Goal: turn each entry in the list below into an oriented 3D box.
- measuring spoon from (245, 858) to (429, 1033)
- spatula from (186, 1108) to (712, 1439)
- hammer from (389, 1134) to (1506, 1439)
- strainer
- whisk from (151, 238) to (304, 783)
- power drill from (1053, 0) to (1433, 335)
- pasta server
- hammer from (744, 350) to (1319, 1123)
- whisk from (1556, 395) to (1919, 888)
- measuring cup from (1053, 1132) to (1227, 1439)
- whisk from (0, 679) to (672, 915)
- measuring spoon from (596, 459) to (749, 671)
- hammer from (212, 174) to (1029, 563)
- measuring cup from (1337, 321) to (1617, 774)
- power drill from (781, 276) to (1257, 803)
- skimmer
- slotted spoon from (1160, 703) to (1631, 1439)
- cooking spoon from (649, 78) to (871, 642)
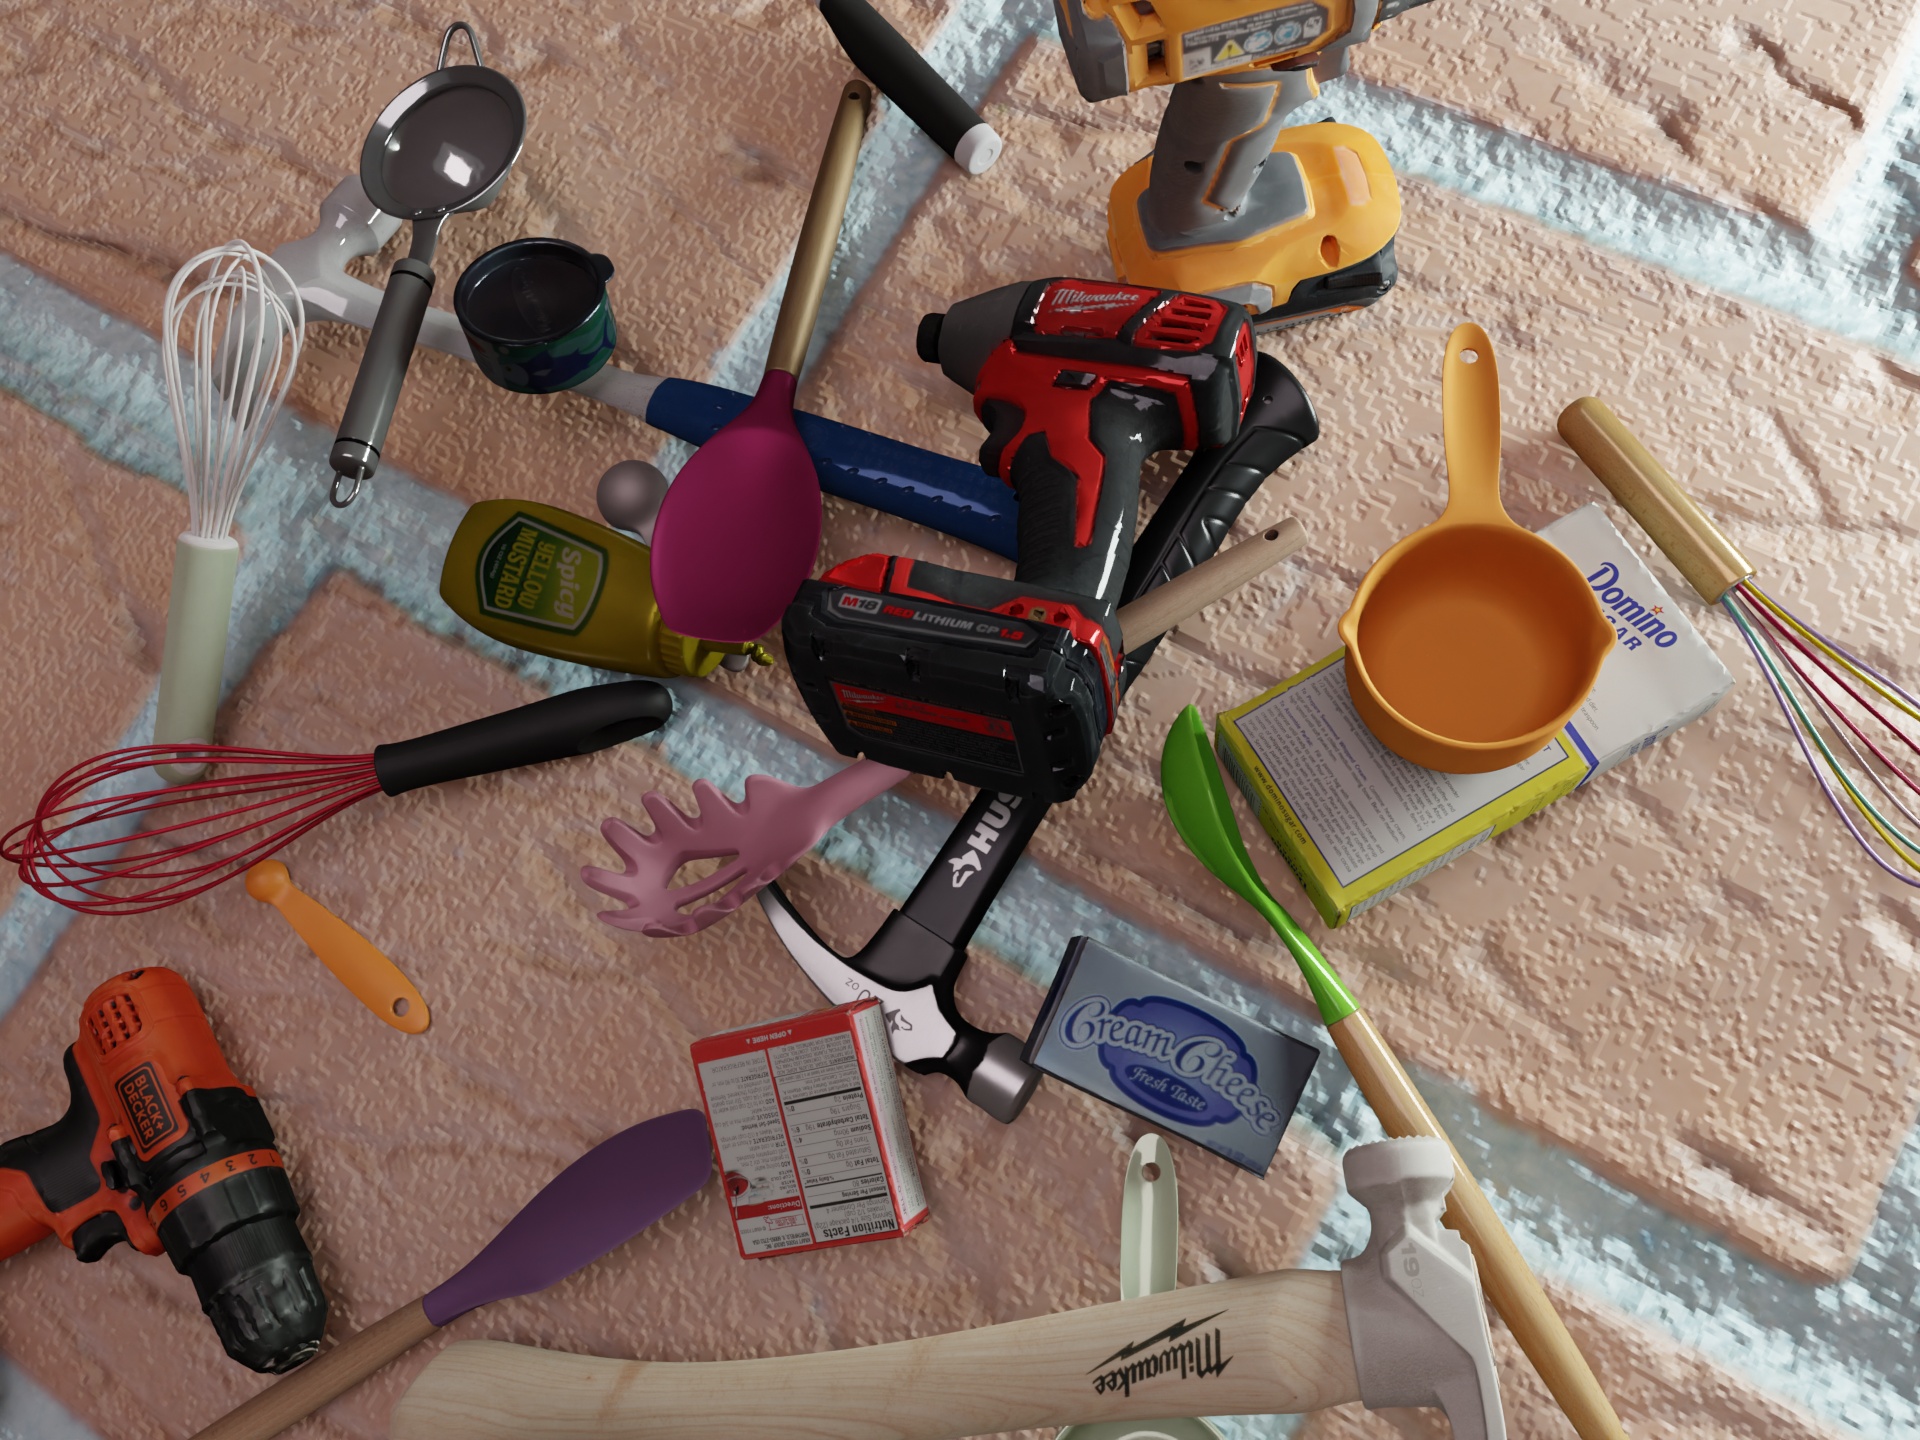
[{"bbox_3d":[-0.275,0.099,0.699,0.117,0.011,0.021,37,83,17],"label":"measuring spoon"},{"bbox_3d":[-0.233,0.248,0.639,0.316,0.018,0.060,-33,32,2],"label":"spatula"},{"bbox_3d":[-0.020,0.250,0.569,0.410,0.038,0.146,-12,63,14],"label":"hammer"},{"bbox_3d":[-0.246,-0.204,0.719,0.087,0.050,0.259,-1,64,16],"label":"strainer"},{"bbox_3d":[-0.332,-0.087,0.703,0.059,0.057,0.246,26,108,39],"label":"whisk"},{"bbox_3d":[0.136,-0.241,0.613,0.185,0.226,0.084,-13,72,6],"label":"power drill"},{"bbox_3d":[-0.001,-0.002,0.630,0.316,0.040,0.060,-30,57,-2],"label":"pasta server"},{"bbox_3d":[0.047,-0.014,0.664,0.146,0.035,0.335,30,81,16],"label":"hammer"},{"bbox_3d":[0.320,-0.038,0.620,0.051,0.047,0.245,-33,68,1],"label":"whisk"},{"bbox_3d":[0.070,0.240,0.587,0.083,0.038,0.168,-1,67,12],"label":"measuring cup"},{"bbox_3d":[-0.270,0.027,0.693,0.296,0.073,0.073,-14,72,-1],"label":"whisk"},{"bbox_3d":[-0.130,-0.072,0.719,0.034,0.018,0.124,-34,69,-1],"label":"measuring spoon"},{"bbox_3d":[-0.149,-0.144,0.724,0.405,0.035,0.144,19,61,12],"label":"hammer"},{"bbox_3d":[0.190,-0.063,0.599,0.095,0.052,0.174,2,70,10],"label":"measuring cup"},{"bbox_3d":[0.021,-0.087,0.622,0.143,0.078,0.220,13,60,19],"label":"power drill"},{"bbox_3d":[-0.090,-0.416,0.776,0.127,0.090,0.363,-28,70,-36],"label":"skimmer"},{"bbox_3d":[0.156,0.134,0.593,0.031,0.070,0.314,-33,78,10],"label":"slotted spoon"},{"bbox_3d":[-0.074,-0.170,0.704,0.069,0.017,0.319,8,63,4],"label":"cooking spoon"}]
